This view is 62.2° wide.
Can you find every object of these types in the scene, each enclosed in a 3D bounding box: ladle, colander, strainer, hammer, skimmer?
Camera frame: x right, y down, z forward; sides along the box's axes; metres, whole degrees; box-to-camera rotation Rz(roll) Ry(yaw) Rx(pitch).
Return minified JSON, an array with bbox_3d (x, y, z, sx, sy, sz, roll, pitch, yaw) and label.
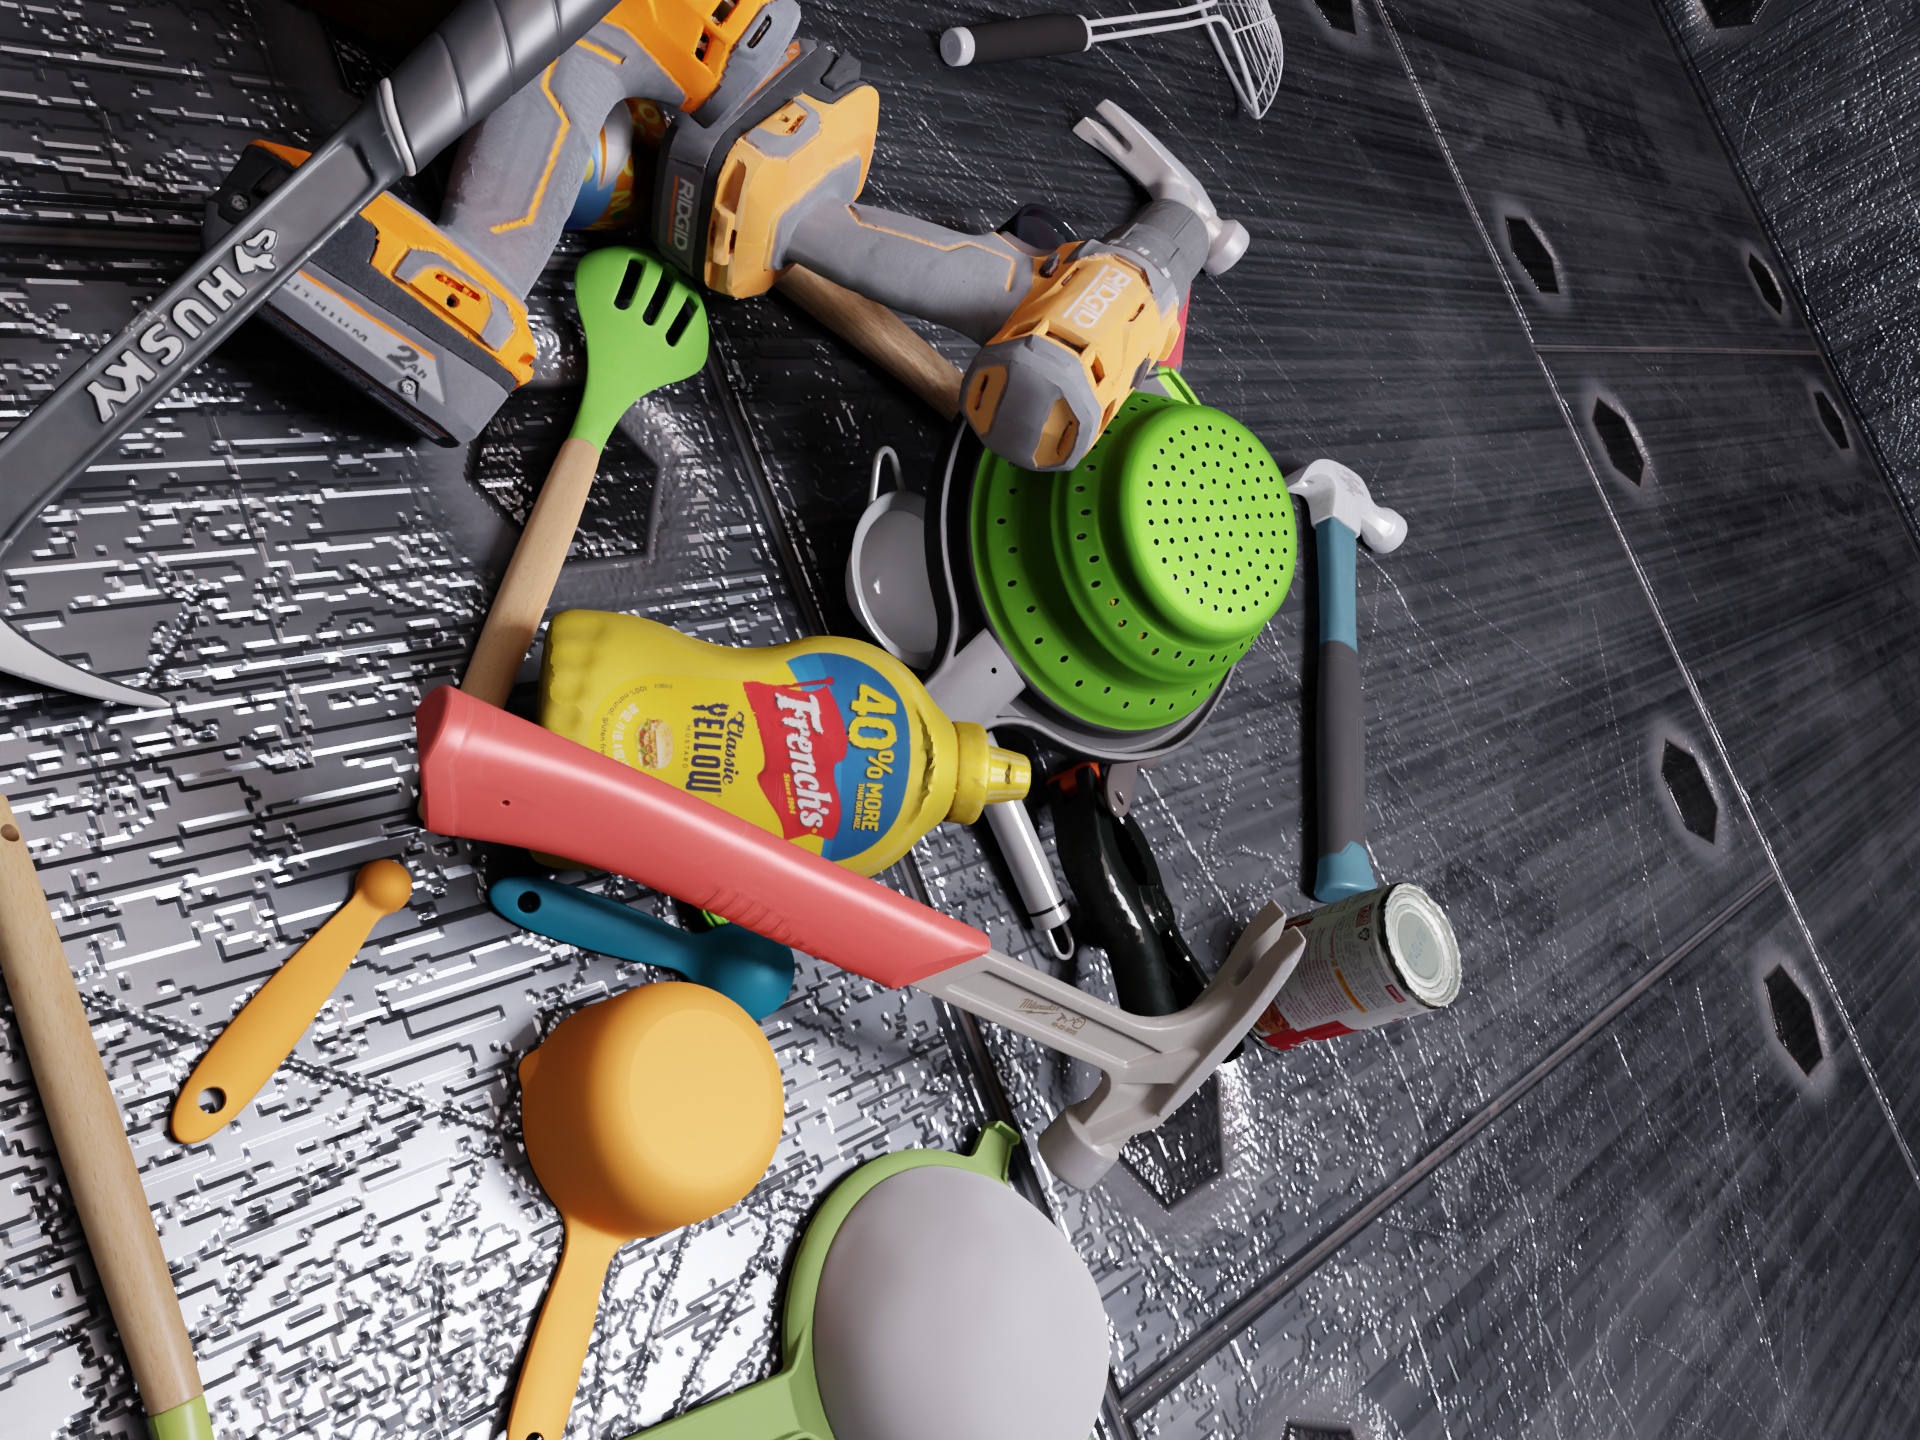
[{"bbox_3d":[-0.220,0.163,0.448,0.320,0.062,0.078,66,15,10],"label":"ladle"},{"bbox_3d":[0.041,-0.037,0.713,0.397,0.094,0.204,-44,108,-32],"label":"colander"},{"bbox_3d":[-0.027,0.241,0.583,0.256,0.069,0.151,-2,71,-46],"label":"strainer"},{"bbox_3d":[0.243,-0.032,1.016,0.128,0.033,0.331,30,51,-31],"label":"hammer"},{"bbox_3d":[0.107,-0.470,1.116,0.363,0.090,0.127,-26,92,-38],"label":"skimmer"},{"bbox_3d":[-0.198,-0.181,0.531,0.149,0.036,0.409,46,73,-22],"label":"hammer"},{"bbox_3d":[-0.056,-0.213,0.820,0.331,0.031,0.130,35,49,-26],"label":"hammer"},{"bbox_3d":[0.108,-0.235,0.964,0.143,0.038,0.387,36,43,-24],"label":"hammer"},{"bbox_3d":[-0.001,-0.002,0.759,0.087,0.050,0.258,-27,95,-49],"label":"strainer"},{"bbox_3d":[-0.030,0.070,0.589,0.358,0.149,0.037,30,15,-32],"label":"hammer"}]

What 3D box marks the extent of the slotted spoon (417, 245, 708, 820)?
[{"bbox_3d":[-0.162,-0.092,0.658,0.070,0.031,0.314,31,52,-27],"label":"slotted spoon"}]

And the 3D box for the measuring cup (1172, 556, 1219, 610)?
[{"bbox_3d":[0.162,-0.127,0.972,0.083,0.038,0.168,62,33,-26],"label":"measuring cup"}]

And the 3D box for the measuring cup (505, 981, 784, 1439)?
[{"bbox_3d":[-0.113,0.171,0.547,0.095,0.052,0.174,35,47,-27],"label":"measuring cup"}]

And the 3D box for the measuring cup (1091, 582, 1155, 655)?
[{"bbox_3d":[0.093,-0.087,0.912,0.062,0.029,0.157,39,35,-27],"label":"measuring cup"}]

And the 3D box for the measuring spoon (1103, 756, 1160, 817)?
[{"bbox_3d":[0.090,0.022,0.817,0.034,0.018,0.124,57,20,-9],"label":"measuring spoon"}]

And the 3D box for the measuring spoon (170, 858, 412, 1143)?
[{"bbox_3d":[-0.216,0.089,0.521,0.021,0.011,0.117,45,45,-18],"label":"measuring spoon"}]

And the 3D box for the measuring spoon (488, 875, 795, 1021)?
[{"bbox_3d":[-0.117,0.085,0.604,0.128,0.021,0.042,24,83,-30],"label":"measuring spoon"}]

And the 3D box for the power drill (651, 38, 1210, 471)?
[{"bbox_3d":[-0.002,-0.224,0.730,0.226,0.084,0.185,30,51,7],"label":"power drill"}]

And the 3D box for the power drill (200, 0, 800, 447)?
[{"bbox_3d":[-0.184,-0.236,0.596,0.164,0.084,0.226,37,81,-25],"label":"power drill"}]
